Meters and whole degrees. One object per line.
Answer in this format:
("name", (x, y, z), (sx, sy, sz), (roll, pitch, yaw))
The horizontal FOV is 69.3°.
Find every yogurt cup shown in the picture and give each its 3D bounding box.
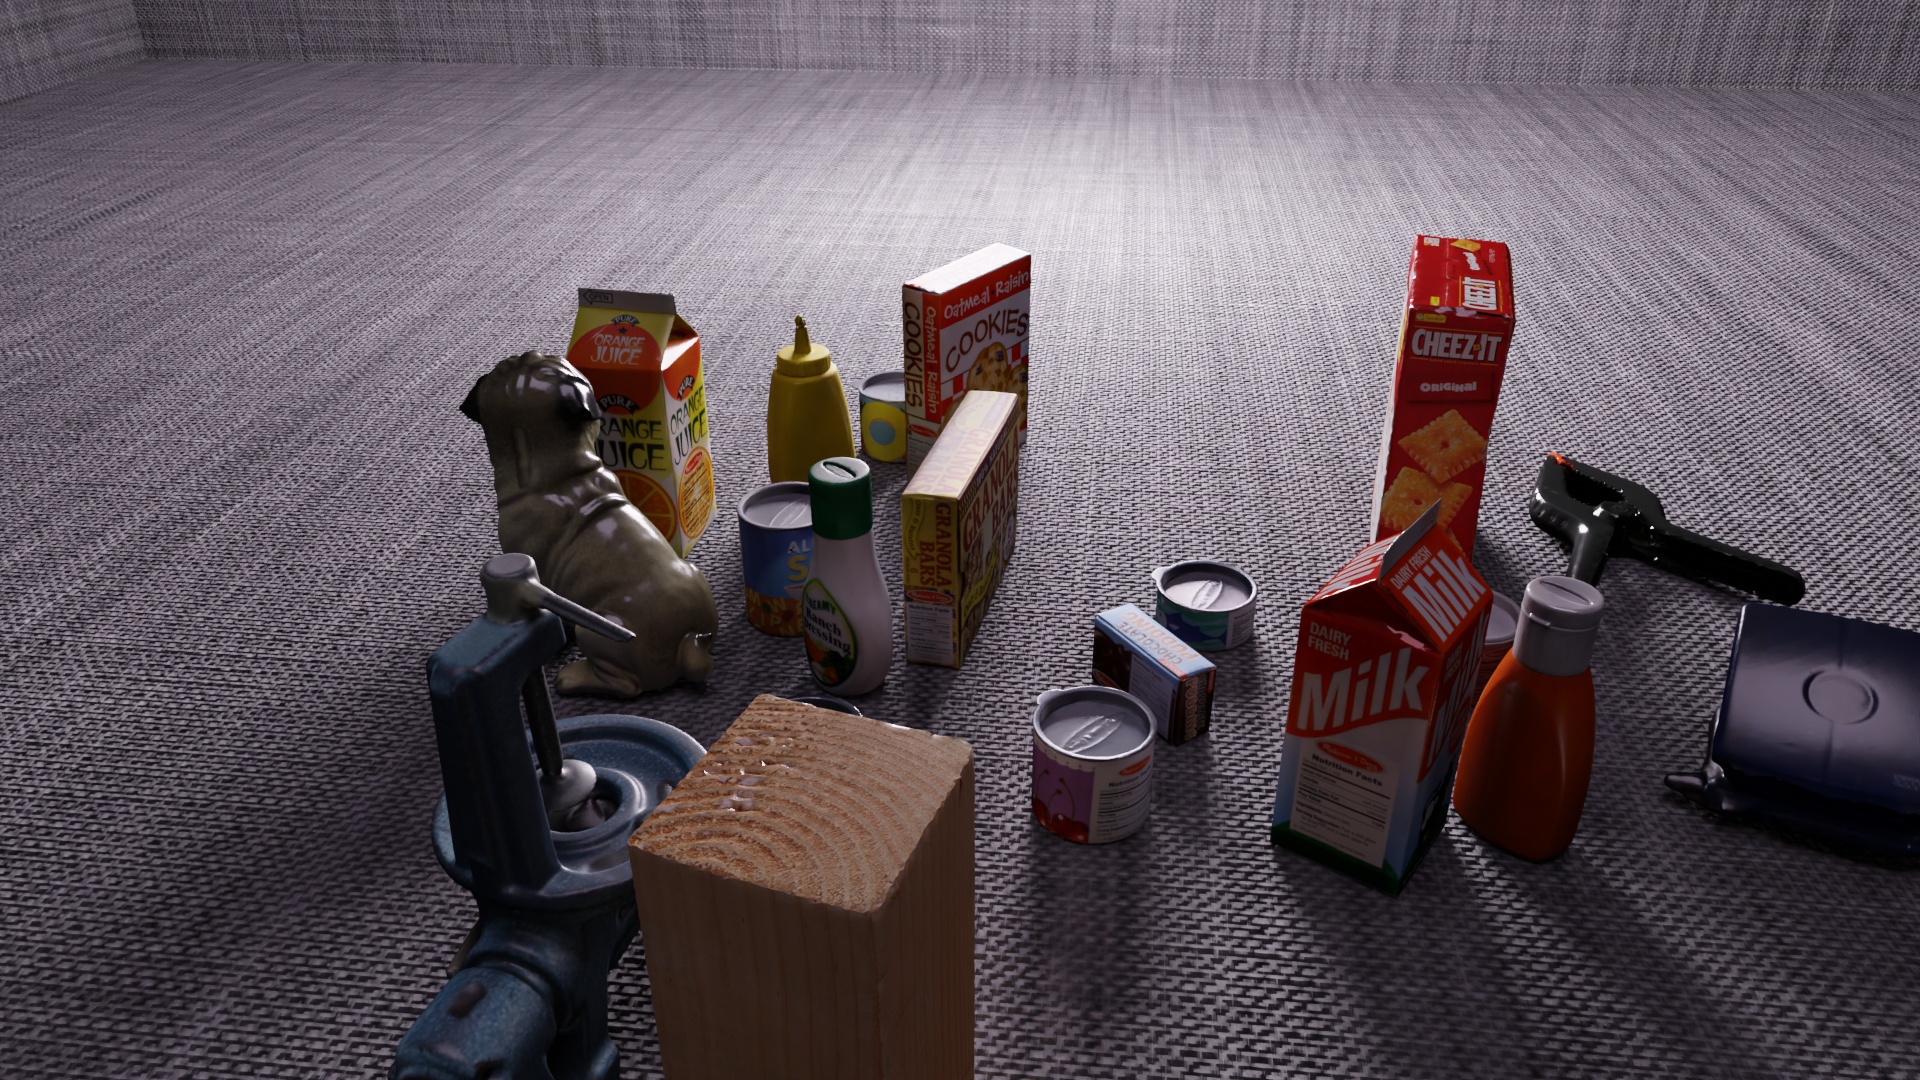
("yogurt cup", (0.309, 0.065, 0.857), (0.072, 0.053, 0.073), (0, 29, 0))

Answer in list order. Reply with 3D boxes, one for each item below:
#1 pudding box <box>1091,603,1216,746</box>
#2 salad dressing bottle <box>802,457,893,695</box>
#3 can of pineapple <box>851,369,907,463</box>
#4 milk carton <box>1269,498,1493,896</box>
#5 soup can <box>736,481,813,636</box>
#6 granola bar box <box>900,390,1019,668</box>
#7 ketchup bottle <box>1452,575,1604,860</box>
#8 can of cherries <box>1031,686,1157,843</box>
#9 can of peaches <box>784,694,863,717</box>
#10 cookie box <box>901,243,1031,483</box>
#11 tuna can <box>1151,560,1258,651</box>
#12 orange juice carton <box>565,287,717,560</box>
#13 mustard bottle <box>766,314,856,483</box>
("pudding box", (0.115, 0.079, 0.838), (0.030, 0.049, 0.084), (-17, 33, -27))
("salad dressing bottle", (-0.070, 0.022, 0.841), (0.044, 0.147, 0.064), (-25, 37, -36))
("can of pineapple", (-0.053, -0.104, 1.158), (0.071, 0.057, 0.071), (0, 29, 0))
("milk carton", (0.214, 0.075, 0.701), (0.073, 0.189, 0.073), (20, 35, 32))
("soup can", (-0.110, 0.013, 0.924), (0.071, 0.083, 0.072), (0, 29, 0))
("granola bar box", (0.003, -0.012, 0.925), (0.039, 0.123, 0.166), (7, 30, 13))
("ketchup bottle", (0.296, 0.090, 0.715), (0.044, 0.148, 0.065), (-19, 34, -31))
("can of cherries", (0.070, 0.120, 0.756), (0.071, 0.058, 0.072), (0, 29, 0))
("can of peaches", (-0.081, 0.126, 0.747), (0.071, 0.057, 0.071), (0, 29, 0))
("cookie box", (0.006, -0.139, 1.108), (0.040, 0.166, 0.123), (19, 34, 31))
("tuna can", (0.160, 0.042, 0.920), (0.071, 0.032, 0.071), (0, 29, 0))
("orange juice carton", (-0.228, -0.087, 0.993), (0.072, 0.191, 0.073), (5, 29, 10))
("mustard bottle", (-0.113, -0.095, 1.039), (0.065, 0.159, 0.049), (-14, 32, -23))
